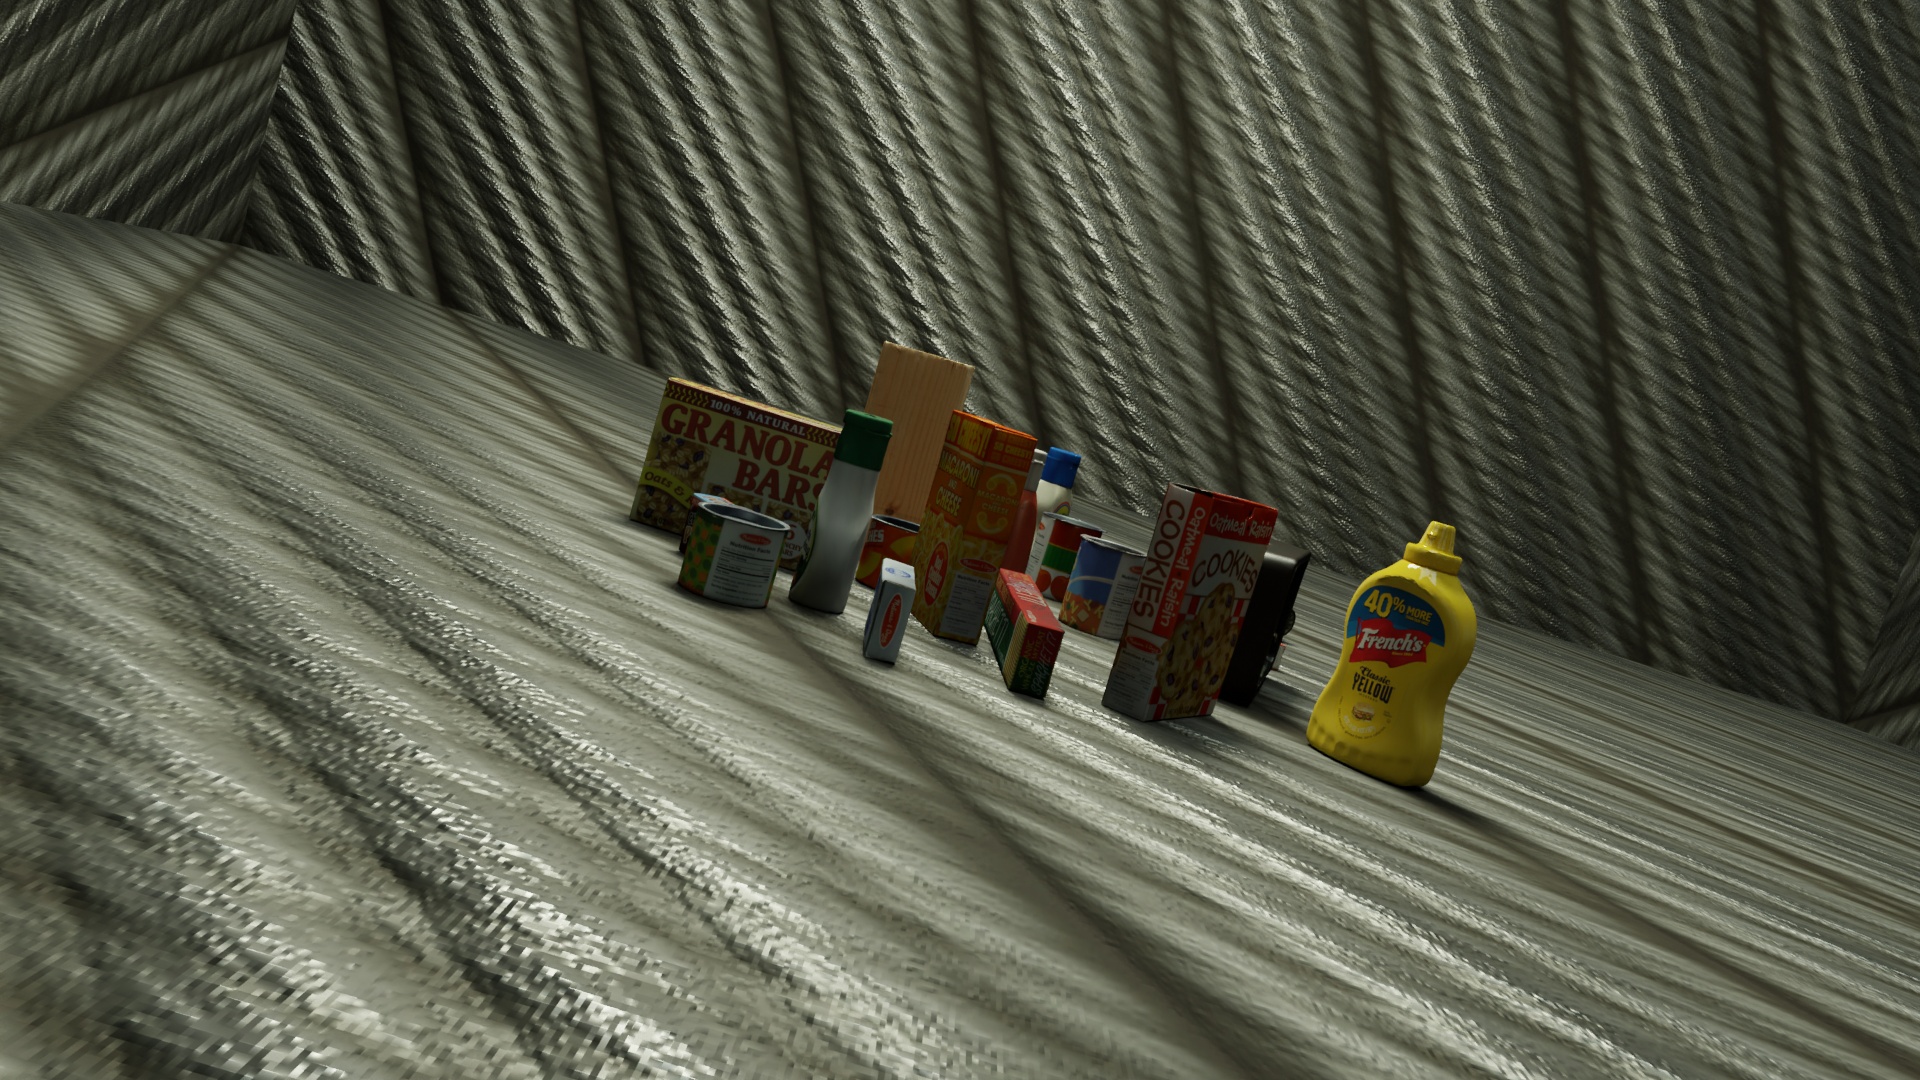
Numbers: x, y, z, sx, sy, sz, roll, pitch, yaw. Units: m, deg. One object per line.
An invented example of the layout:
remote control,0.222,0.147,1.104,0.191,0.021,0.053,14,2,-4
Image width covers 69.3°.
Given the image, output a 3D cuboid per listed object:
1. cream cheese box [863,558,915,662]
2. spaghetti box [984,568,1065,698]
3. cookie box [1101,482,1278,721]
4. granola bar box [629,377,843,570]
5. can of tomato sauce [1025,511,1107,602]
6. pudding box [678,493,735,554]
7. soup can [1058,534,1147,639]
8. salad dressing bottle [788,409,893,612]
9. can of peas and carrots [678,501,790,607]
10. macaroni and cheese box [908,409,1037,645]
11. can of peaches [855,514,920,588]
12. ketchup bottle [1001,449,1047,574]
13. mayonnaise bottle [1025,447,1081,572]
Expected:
cream cheese box,-0.049,0.047,0.959,0.024,0.053,0.104,16,6,-5
spaghetti box,0.045,0.065,1.060,0.029,0.050,0.250,16,7,-5
cookie box,0.171,0.046,1.017,0.040,0.167,0.123,21,7,33
granola bar box,-0.180,-0.054,1.163,0.166,0.124,0.039,17,6,5
can of tomato sauce,0.109,0.019,1.457,0.071,0.083,0.071,17,6,-2
pudding box,-0.181,-0.003,1.061,0.030,0.049,0.084,12,8,-36
soup can,0.133,0.043,1.312,0.071,0.083,0.071,17,6,-2
salad dressing bottle,-0.087,-0.022,1.030,0.044,0.147,0.064,16,6,-6
can of peas and carrots,-0.160,0.009,0.975,0.071,0.058,0.071,17,6,-2
macaroni and cheese box,0.004,-0.014,1.105,0.040,0.166,0.124,15,6,-18
can of peaches,-0.055,0.014,1.203,0.071,0.058,0.071,17,6,-2
ketchup bottle,0.043,-0.015,1.289,0.065,0.148,0.043,12,8,-40
mayonnaise bottle,0.094,-0.027,1.523,0.041,0.148,0.065,20,7,29
